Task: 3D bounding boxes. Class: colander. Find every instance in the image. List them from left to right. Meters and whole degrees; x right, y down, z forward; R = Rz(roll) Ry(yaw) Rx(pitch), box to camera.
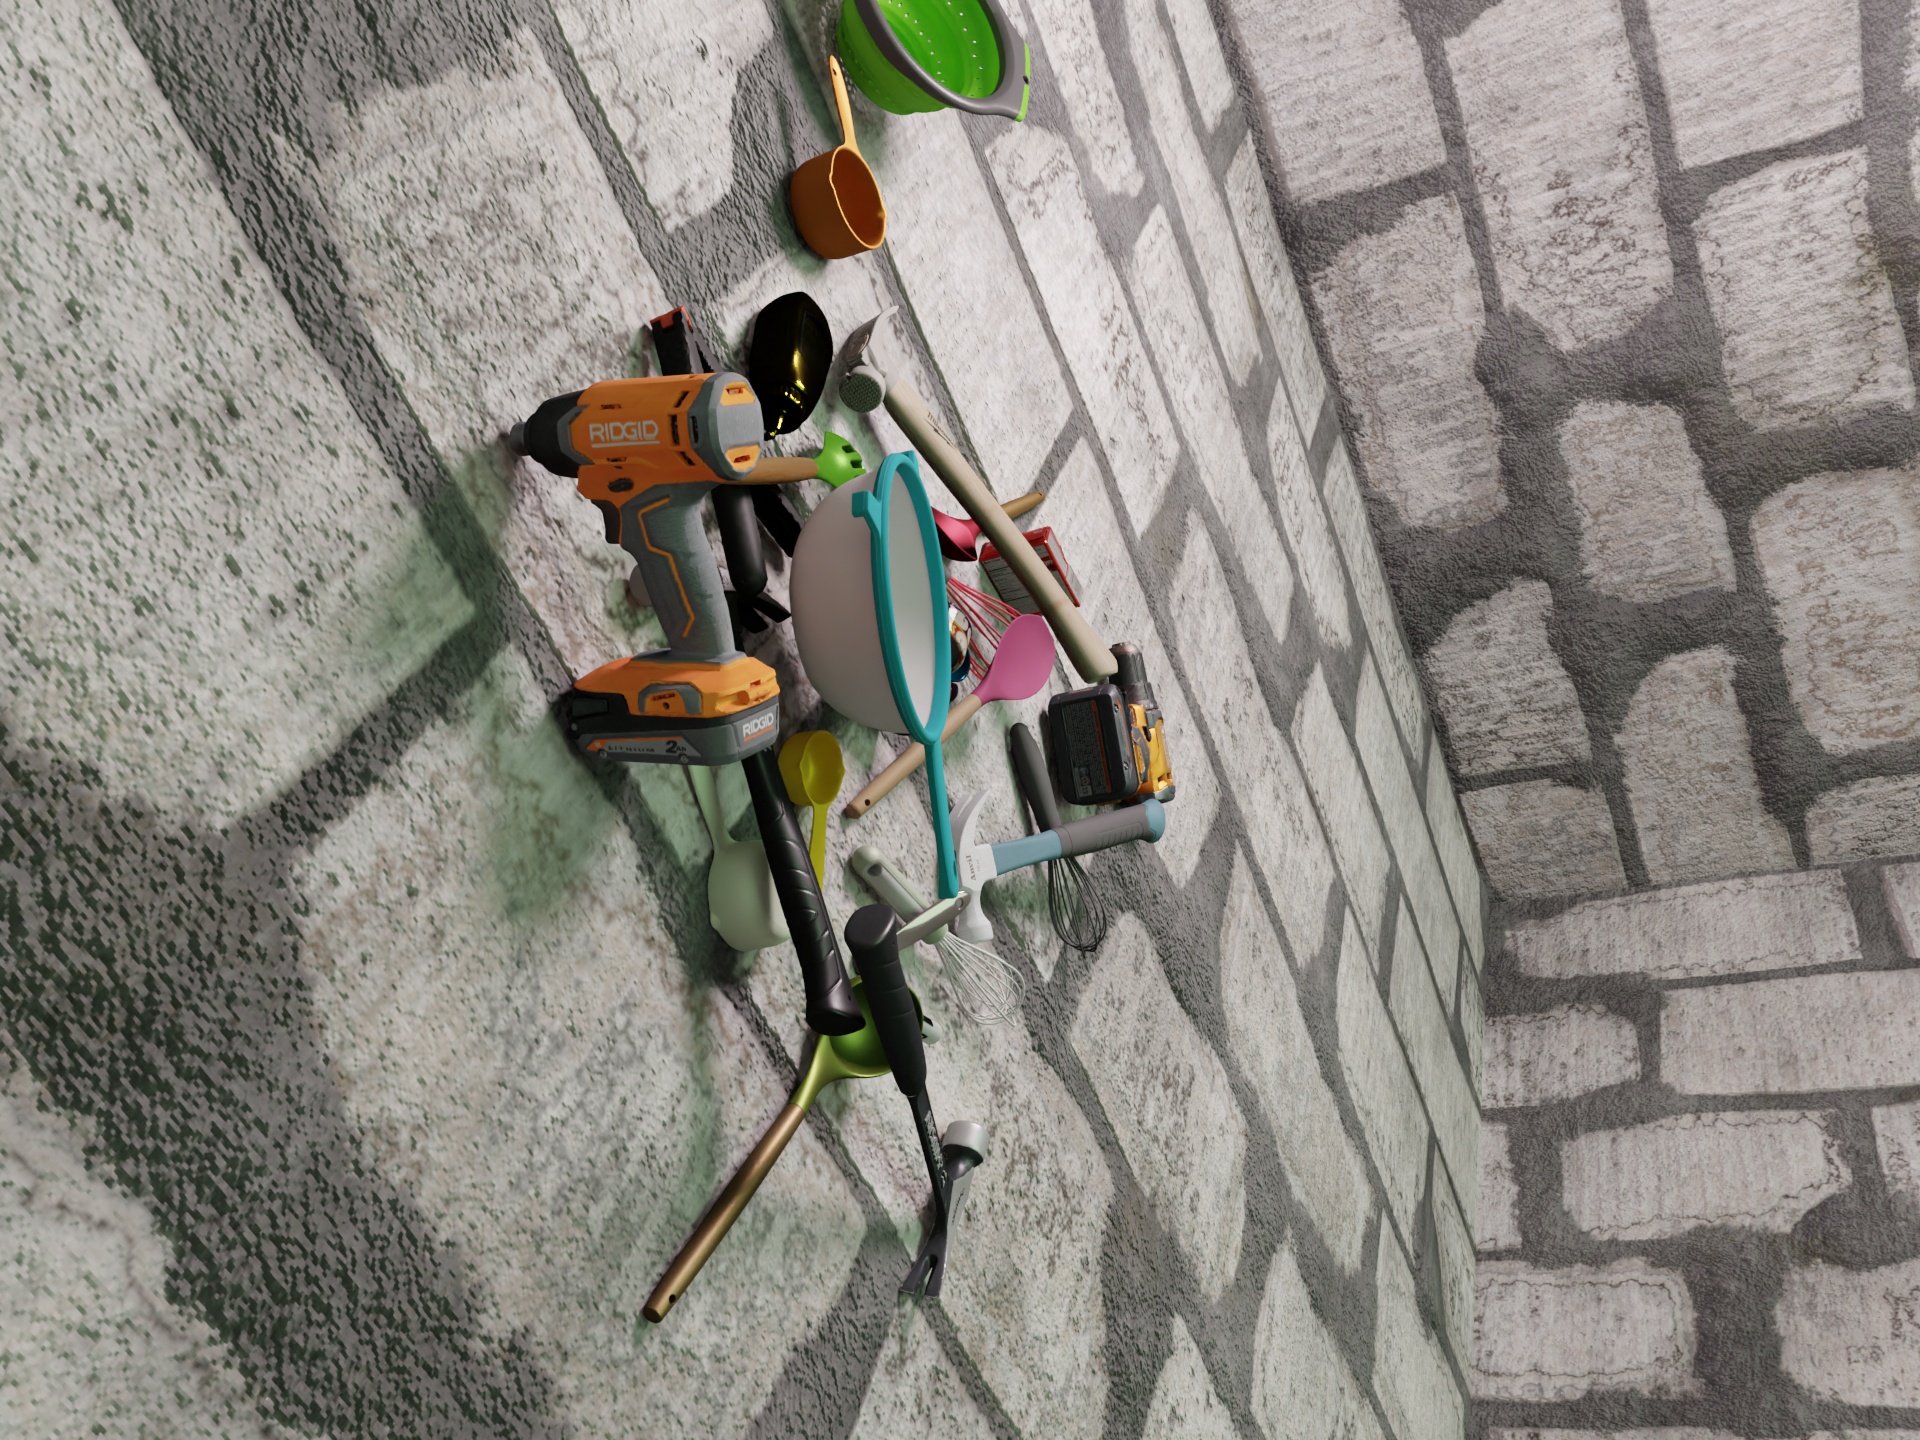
[{"bbox_3d":[-0.106,-0.664,1.432,0.396,0.094,0.205,26,55,-36],"label":"colander"}]

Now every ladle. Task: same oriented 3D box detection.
[{"bbox_3d":[-0.113,0.279,1.066,0.078,0.062,0.320,67,31,-18],"label":"ladle"},{"bbox_3d":[0.030,-0.200,1.563,0.069,0.031,0.315,49,26,2],"label":"ladle"}]

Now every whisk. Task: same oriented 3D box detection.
[{"bbox_3d":[-0.017,0.179,1.307,0.246,0.058,0.059,51,3,-36],"label":"whisk"},{"bbox_3d":[-0.007,-0.115,1.431,0.295,0.073,0.073,46,41,-39],"label":"whisk"},{"bbox_3d":[0.090,0.116,1.543,0.055,0.055,0.239,-25,98,-63],"label":"whisk"}]

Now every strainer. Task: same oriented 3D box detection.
[{"bbox_3d":[-0.064,-0.023,1.174,0.211,0.095,0.340,-66,150,-70],"label":"strainer"}]

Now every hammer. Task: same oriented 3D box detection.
[{"bbox_3d":[-0.127,0.051,1.080,0.146,0.035,0.335,5,64,-64],"label":"hammer"},{"bbox_3d":[-0.034,0.262,1.115,0.408,0.036,0.149,80,22,-47],"label":"hammer"},{"bbox_3d":[0.028,-0.192,1.465,0.410,0.038,0.146,50,29,-29],"label":"hammer"},{"bbox_3d":[0.095,0.116,1.488,0.331,0.033,0.128,-8,84,-51],"label":"hammer"}]

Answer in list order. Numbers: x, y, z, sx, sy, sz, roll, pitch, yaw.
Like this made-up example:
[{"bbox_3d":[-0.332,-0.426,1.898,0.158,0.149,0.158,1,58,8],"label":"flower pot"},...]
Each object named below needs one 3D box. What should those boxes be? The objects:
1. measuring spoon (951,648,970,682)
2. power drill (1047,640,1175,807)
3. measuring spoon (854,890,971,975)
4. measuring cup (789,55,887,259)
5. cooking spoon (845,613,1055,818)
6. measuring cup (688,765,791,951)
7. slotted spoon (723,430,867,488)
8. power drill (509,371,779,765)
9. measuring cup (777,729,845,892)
[{"bbox_3d":[-0.036,-0.081,1.407,0.128,0.021,0.042,48,52,-32],"label":"measuring spoon"},{"bbox_3d":[0.166,0.003,1.699,0.226,0.084,0.185,2,78,-67],"label":"power drill"},{"bbox_3d":[-0.032,0.167,1.252,0.124,0.018,0.034,-30,113,-35],"label":"measuring spoon"},{"bbox_3d":[-0.114,-0.480,1.364,0.095,0.052,0.174,3,75,-63],"label":"measuring cup"},{"bbox_3d":[-0.002,-0.004,1.357,0.319,0.017,0.068,-43,115,-45],"label":"cooking spoon"},{"bbox_3d":[-0.149,0.078,1.087,0.083,0.038,0.167,-43,120,-60],"label":"measuring cup"},{"bbox_3d":[-0.120,-0.185,1.184,0.314,0.031,0.070,-36,106,-74],"label":"slotted spoon"},{"bbox_3d":[-0.194,-0.092,0.966,0.084,0.164,0.226,-30,119,-62],"label":"power drill"},{"bbox_3d":[-0.116,0.085,1.178,0.062,0.029,0.156,11,82,-62],"label":"measuring cup"}]
